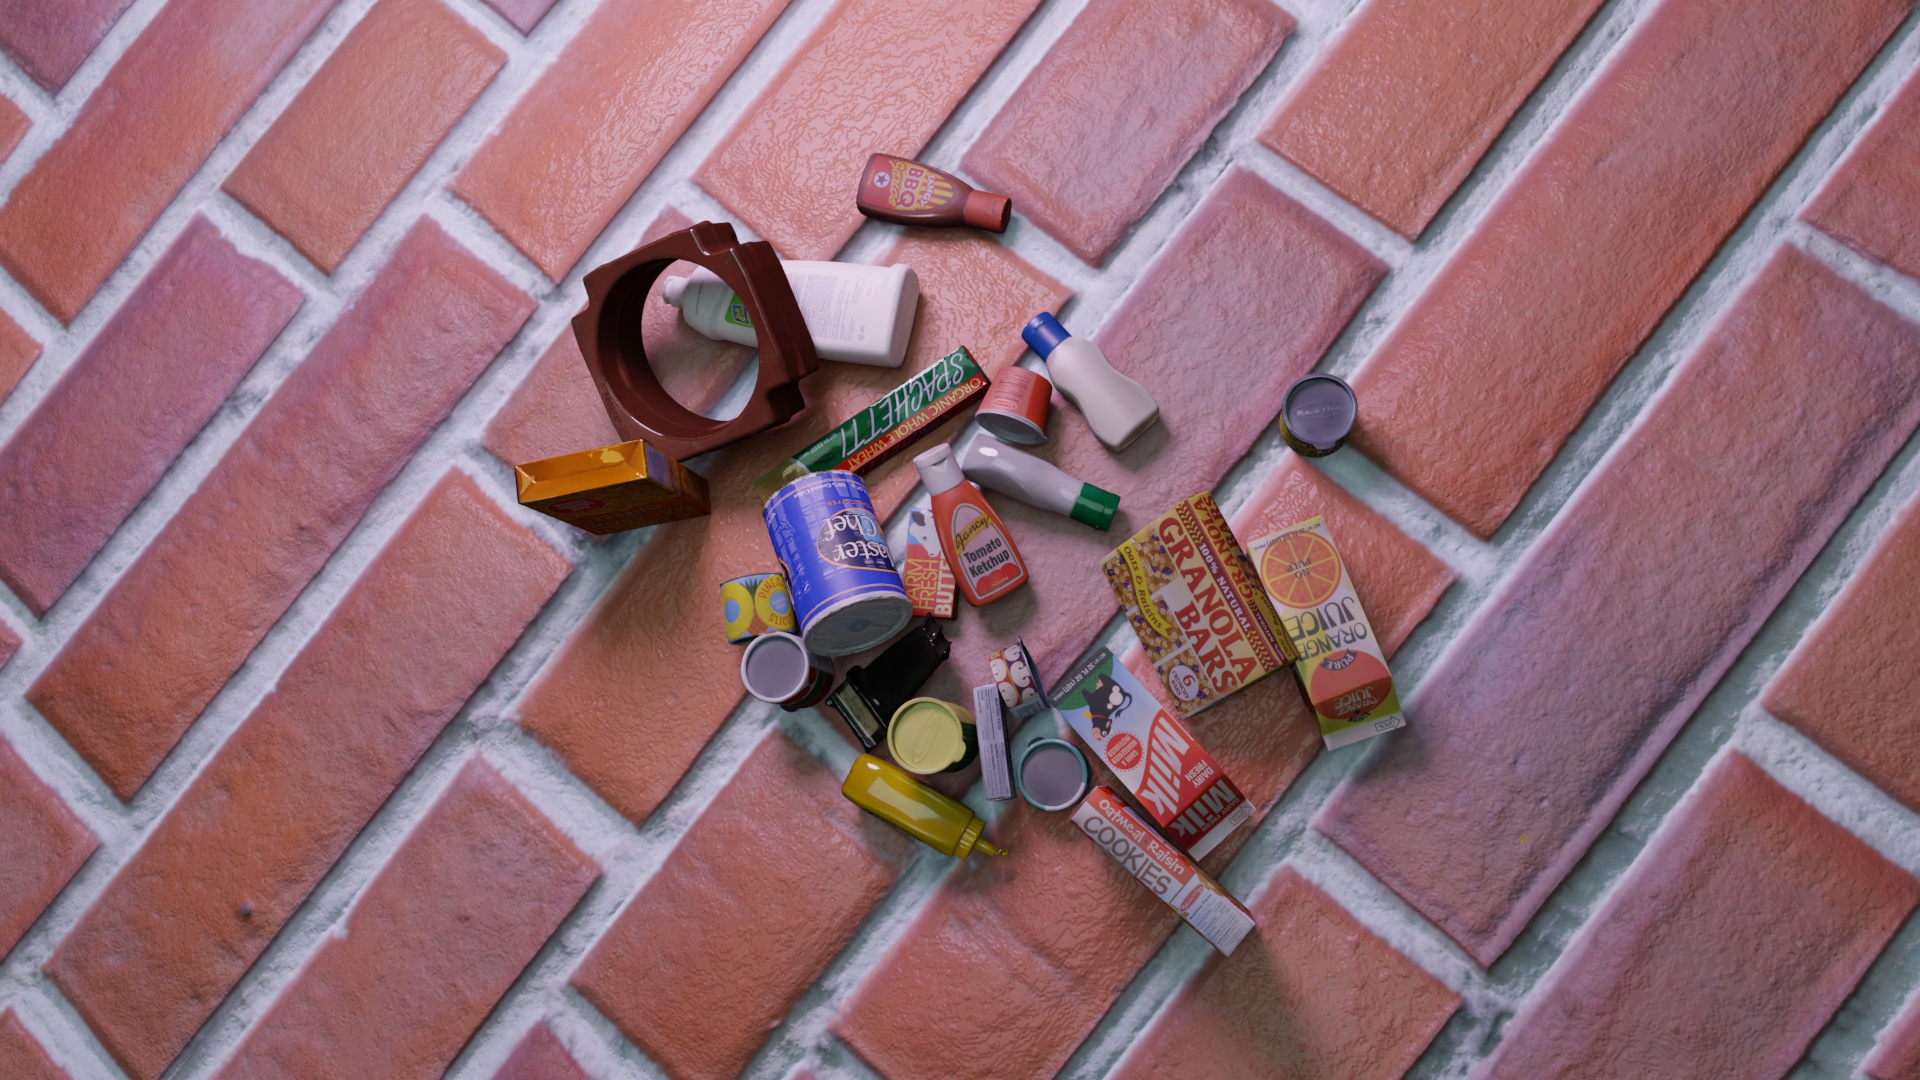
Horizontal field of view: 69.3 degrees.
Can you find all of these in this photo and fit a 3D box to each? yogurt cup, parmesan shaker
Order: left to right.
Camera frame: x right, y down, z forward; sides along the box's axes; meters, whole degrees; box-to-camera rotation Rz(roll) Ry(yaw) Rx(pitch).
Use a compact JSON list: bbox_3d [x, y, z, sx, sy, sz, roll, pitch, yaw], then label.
[{"bbox_3d":[-0.019,0.178,1.246,0.071,0.103,0.071,-2,80,11],"label":"parmesan shaker"},{"bbox_3d":[0.053,-0.129,1.310,0.072,0.072,0.054,16,75,13],"label":"yogurt cup"}]

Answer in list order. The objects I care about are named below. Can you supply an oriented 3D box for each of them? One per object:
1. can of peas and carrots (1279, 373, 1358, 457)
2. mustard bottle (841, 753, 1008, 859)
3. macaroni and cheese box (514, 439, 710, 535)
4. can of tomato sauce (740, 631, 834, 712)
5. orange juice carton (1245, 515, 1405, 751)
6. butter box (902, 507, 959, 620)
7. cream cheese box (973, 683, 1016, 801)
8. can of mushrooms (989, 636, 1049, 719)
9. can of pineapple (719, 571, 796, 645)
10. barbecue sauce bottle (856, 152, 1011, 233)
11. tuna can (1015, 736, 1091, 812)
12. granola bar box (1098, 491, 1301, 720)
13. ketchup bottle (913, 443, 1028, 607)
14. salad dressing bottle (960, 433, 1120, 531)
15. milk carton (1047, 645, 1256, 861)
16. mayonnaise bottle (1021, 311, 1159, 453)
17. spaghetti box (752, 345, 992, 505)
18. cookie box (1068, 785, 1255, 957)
[{"bbox_3d":[0.324,-0.110,1.259,0.071,0.058,0.071,-2,81,10],"label":"can of peas and carrots"},{"bbox_3d":[-0.030,0.249,1.257,0.160,0.065,0.049,27,82,10],"label":"mustard bottle"},{"bbox_3d":[-0.322,-0.048,1.309,0.124,0.166,0.040,-10,79,8],"label":"macaroni and cheese box"},{"bbox_3d":[-0.162,0.123,1.292,0.071,0.083,0.071,-2,80,10],"label":"can of tomato sauce"},{"bbox_3d":[0.318,0.083,1.218,0.072,0.073,0.193,-22,77,6],"label":"orange juice carton"},{"bbox_3d":[-0.026,0.023,1.316,0.053,0.024,0.103,3,80,11],"label":"butter box"},{"bbox_3d":[0.031,0.184,1.261,0.024,0.053,0.104,-8,79,7],"label":"cream cheese box"},{"bbox_3d":[0.053,0.125,1.262,0.033,0.071,0.071,-24,77,7],"label":"can of mushrooms"},{"bbox_3d":[-0.190,0.065,1.315,0.071,0.071,0.058,-12,79,8],"label":"can of pineapple"},{"bbox_3d":[-0.025,-0.337,1.371,0.148,0.043,0.065,16,83,12],"label":"barbecue sauce bottle"},{"bbox_3d":[0.083,0.210,1.258,0.071,0.033,0.071,-2,80,10],"label":"tuna can"},{"bbox_3d":[0.207,0.059,1.225,0.123,0.039,0.166,-40,71,43],"label":"granola bar box"},{"bbox_3d":[0.005,-0.016,1.280,0.065,0.043,0.148,-28,99,-10],"label":"ketchup bottle"},{"bbox_3d":[0.075,-0.052,1.295,0.148,0.064,0.044,23,76,5],"label":"salad dressing bottle"},{"bbox_3d":[0.169,0.188,1.226,0.072,0.073,0.191,-42,76,1],"label":"milk carton"},{"bbox_3d":[0.119,-0.154,1.314,0.065,0.041,0.148,-41,75,-1],"label":"mayonnaise bottle"},{"bbox_3d":[-0.085,-0.101,1.347,0.250,0.028,0.050,-33,77,3],"label":"spaghetti box"},{"bbox_3d":[0.171,0.278,1.183,0.167,0.123,0.040,40,89,14],"label":"cookie box"}]
